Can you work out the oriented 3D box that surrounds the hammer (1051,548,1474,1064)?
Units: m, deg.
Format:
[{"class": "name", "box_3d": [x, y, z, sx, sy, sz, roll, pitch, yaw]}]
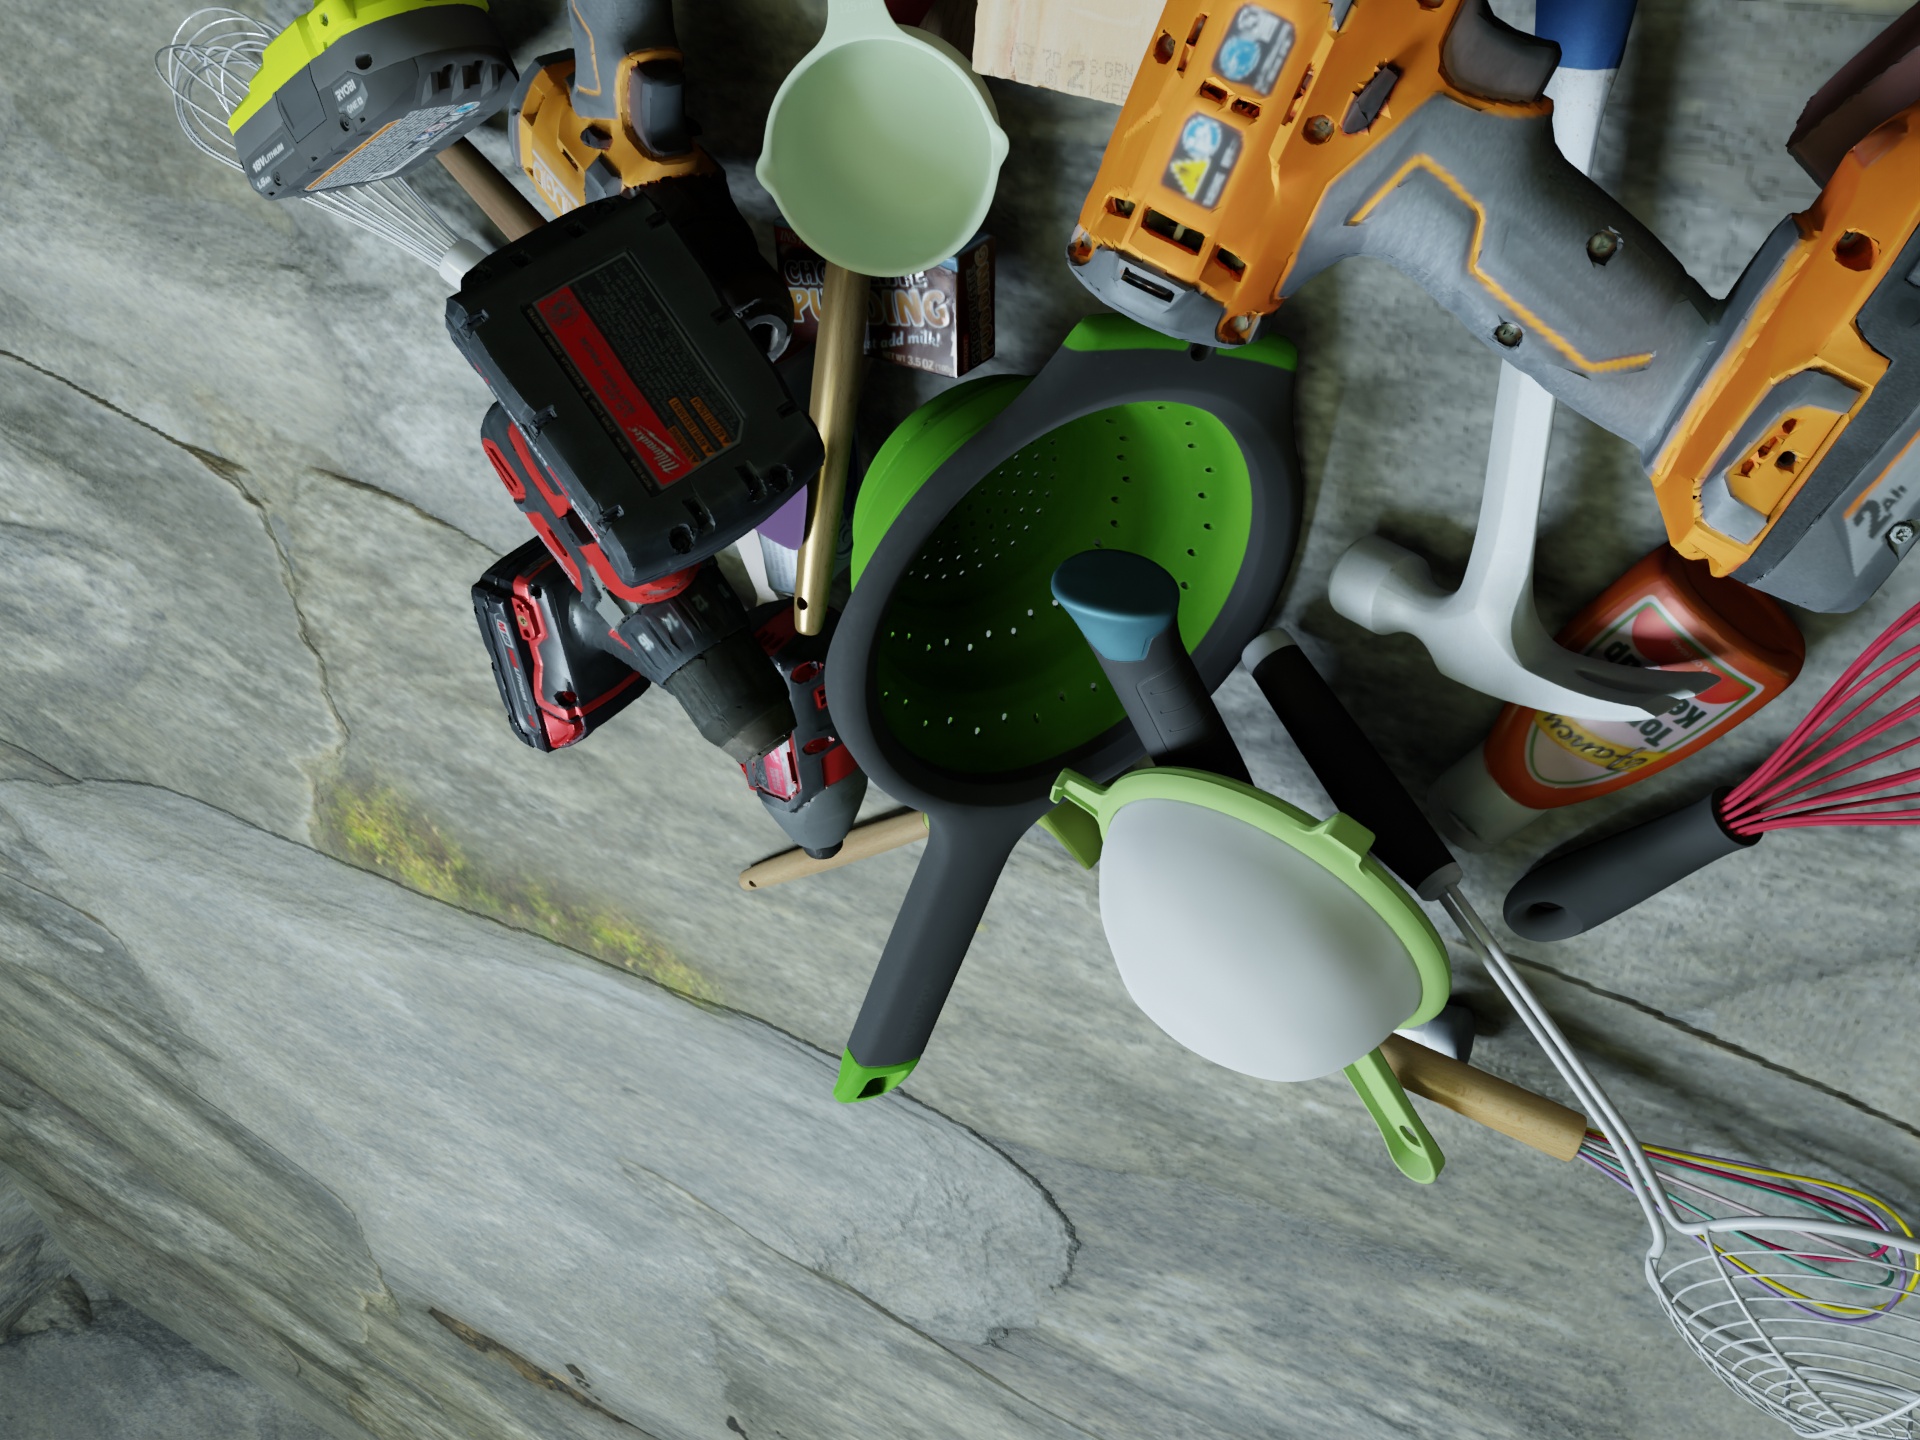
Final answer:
[{"class": "hammer", "box_3d": [0.118, 0.050, 0.661, 0.128, 0.033, 0.330, 3, 144, 34]}]

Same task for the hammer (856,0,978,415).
[{"class": "hammer", "box_3d": [-0.028, -0.200, 0.630, 0.130, 0.031, 0.331, 35, 138, 8]}]

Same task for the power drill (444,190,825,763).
[{"class": "power drill", "box_3d": [-0.116, -0.076, 0.610, 0.188, 0.080, 0.226, 55, 164, -1]}]

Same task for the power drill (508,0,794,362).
[{"class": "power drill", "box_3d": [-0.110, -0.252, 0.569, 0.186, 0.084, 0.226, 52, 148, 33]}]

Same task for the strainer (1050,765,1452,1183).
[{"class": "strainer", "box_3d": [0.129, 0.127, 0.633, 0.151, 0.069, 0.256, 8, 141, 49]}]

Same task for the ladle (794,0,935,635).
[{"class": "ladle", "box_3d": [-0.040, -0.171, 0.576, 0.069, 0.031, 0.315, 24, 123, 23]}]

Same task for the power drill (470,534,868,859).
[{"class": "power drill", "box_3d": [-0.141, -0.013, 0.822, 0.220, 0.078, 0.143, 20, 134, 30]}]

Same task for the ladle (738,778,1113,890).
[{"class": "ladle", "box_3d": [-0.037, 0.066, 0.843, 0.320, 0.062, 0.078, -21, 113, 48]}]

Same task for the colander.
[{"class": "colander", "box_3d": [-0.001, -0.002, 0.664, 0.095, 0.204, 0.396, 51, 131, 39]}]

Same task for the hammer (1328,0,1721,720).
[{"class": "hammer", "box_3d": [0.183, -0.179, 0.462, 0.144, 0.035, 0.405, 37, 142, 44]}]

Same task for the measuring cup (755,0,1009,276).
[{"class": "measuring cup", "box_3d": [-0.030, -0.227, 0.501, 0.083, 0.038, 0.167, -4, 119, 10]}]

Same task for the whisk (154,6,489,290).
[{"class": "whisk", "box_3d": [-0.263, -0.236, 0.762, 0.284, 0.070, 0.070, 38, 138, -2]}]

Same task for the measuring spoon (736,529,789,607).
[{"class": "measuring spoon", "box_3d": [-0.099, -0.090, 0.793, 0.034, 0.018, 0.124, 5, 121, 44]}]

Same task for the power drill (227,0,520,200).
[{"class": "power drill", "box_3d": [-0.293, -0.343, 0.660, 0.190, 0.080, 0.228, -11, 106, 41]}]

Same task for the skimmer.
[{"class": "skimmer", "box_3d": [0.235, 0.099, 0.587, 0.364, 0.090, 0.127, 59, 157, 25]}]

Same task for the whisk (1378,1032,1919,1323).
[{"class": "whisk", "box_3d": [0.289, 0.186, 0.687, 0.245, 0.051, 0.047, 23, 129, 10]}]

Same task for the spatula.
[{"class": "spatula", "box_3d": [-0.159, -0.181, 0.679, 0.316, 0.018, 0.059, 47, 148, 23]}]

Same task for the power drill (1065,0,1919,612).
[{"class": "power drill", "box_3d": [0.156, -0.142, 0.399, 0.226, 0.084, 0.164, 28, 124, 7]}]

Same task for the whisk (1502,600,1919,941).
[{"class": "whisk", "box_3d": [0.286, 0.027, 0.555, 0.073, 0.073, 0.295, 41, 149, 1]}]
